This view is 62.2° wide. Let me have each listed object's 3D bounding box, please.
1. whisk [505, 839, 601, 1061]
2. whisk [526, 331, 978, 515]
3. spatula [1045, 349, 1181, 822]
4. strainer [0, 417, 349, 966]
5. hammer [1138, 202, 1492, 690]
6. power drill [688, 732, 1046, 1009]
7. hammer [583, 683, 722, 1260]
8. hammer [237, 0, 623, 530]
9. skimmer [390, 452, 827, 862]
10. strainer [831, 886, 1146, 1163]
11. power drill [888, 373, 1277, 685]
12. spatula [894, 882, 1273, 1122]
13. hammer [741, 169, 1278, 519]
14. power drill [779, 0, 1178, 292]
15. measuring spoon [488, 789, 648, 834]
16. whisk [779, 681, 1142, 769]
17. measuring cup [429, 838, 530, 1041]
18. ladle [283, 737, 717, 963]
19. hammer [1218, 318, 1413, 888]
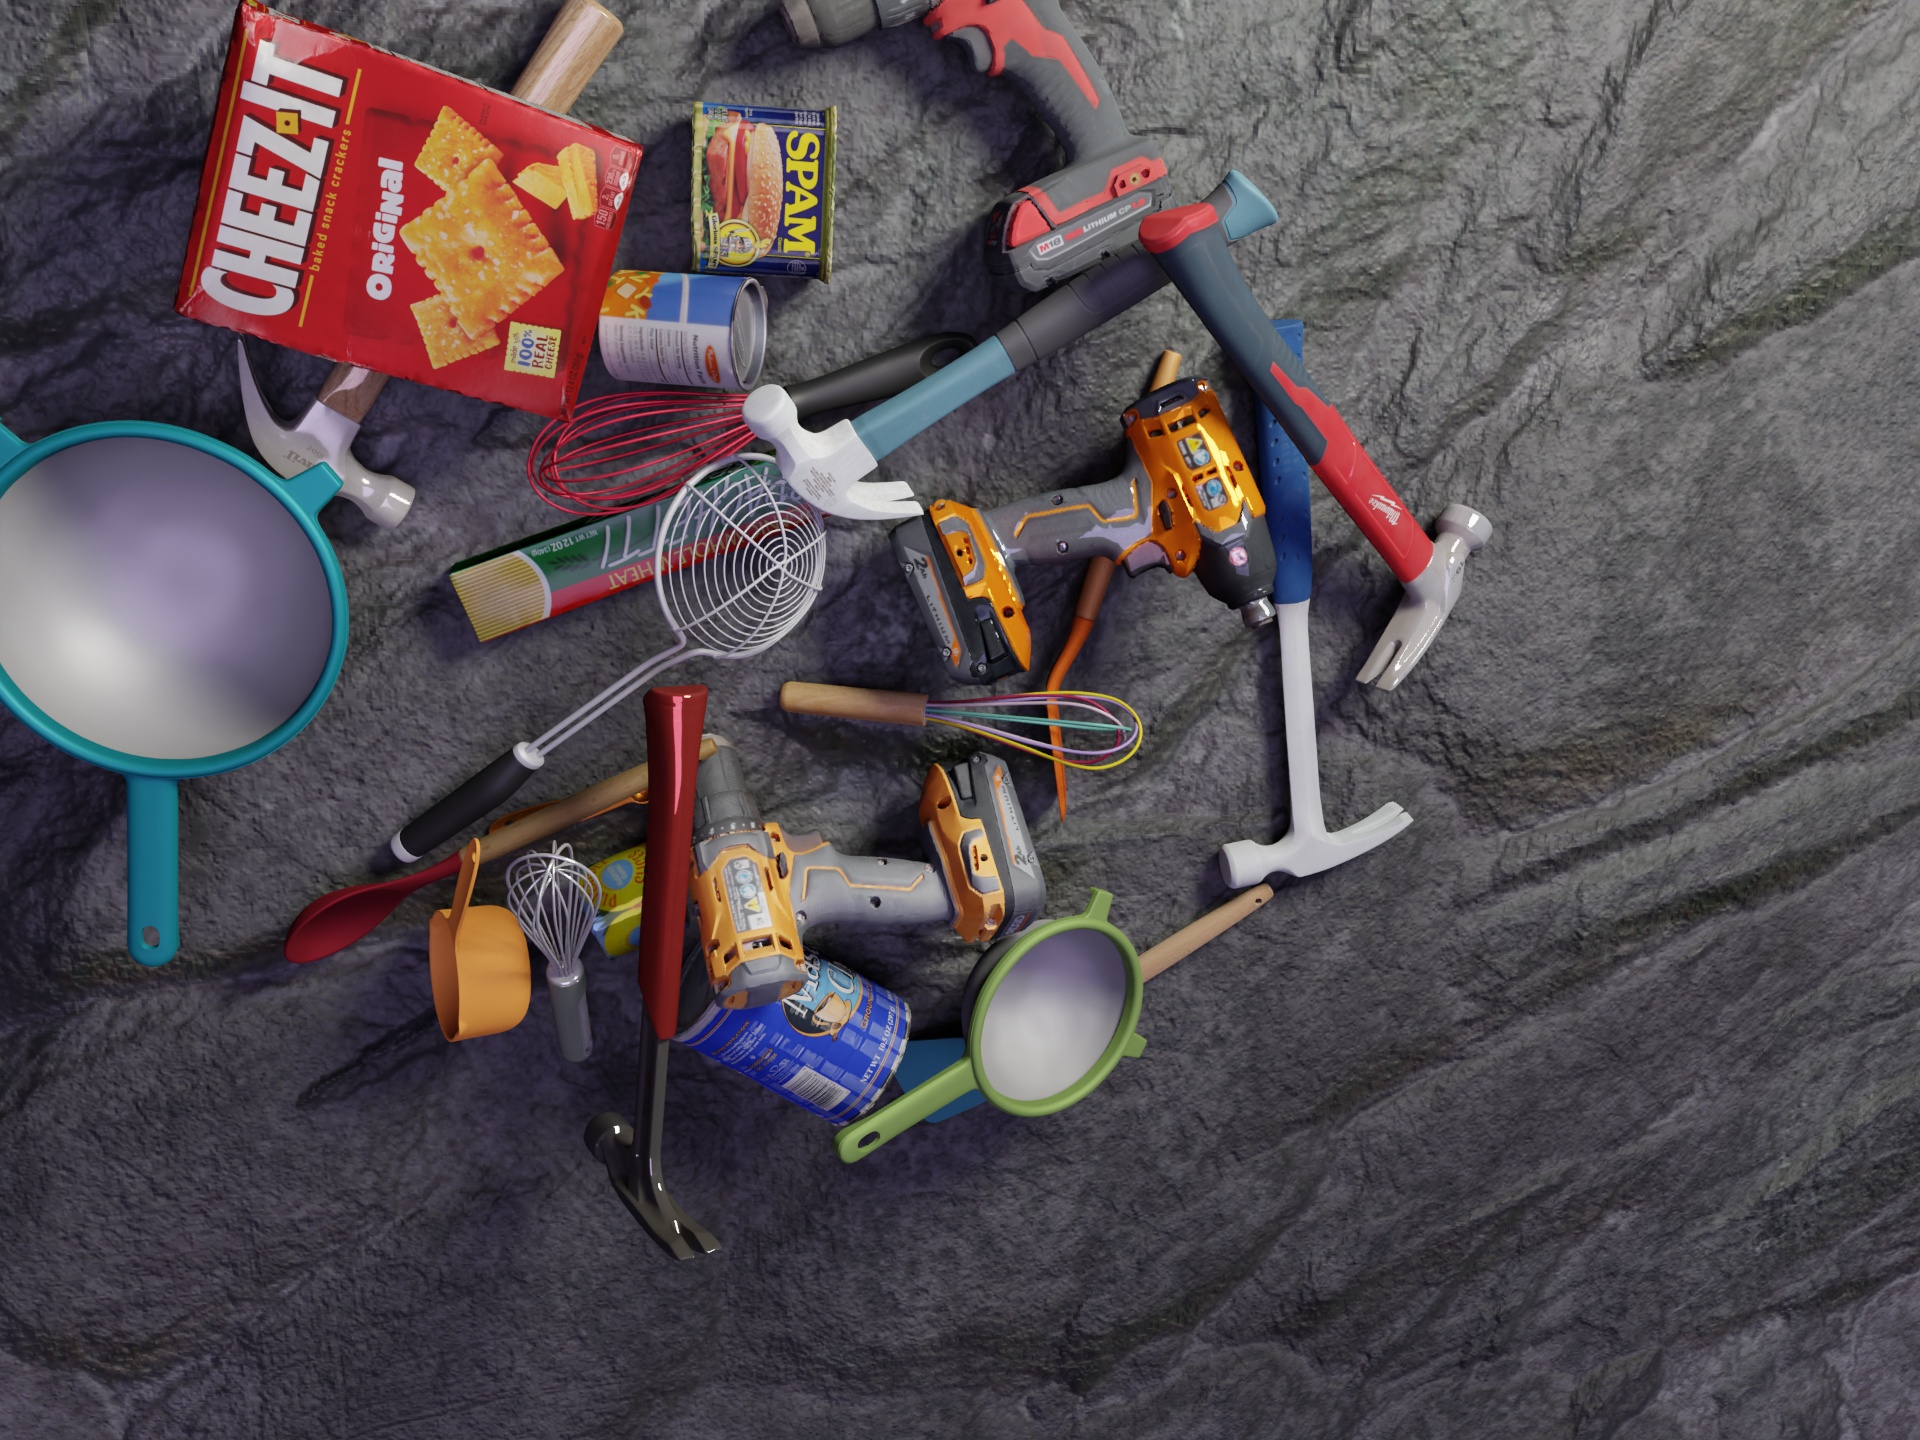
[{"bbox_3d":[-0.260,0.160,1.048,0.059,0.058,0.246,7,140,-2],"label":"whisk"},{"bbox_3d":[-0.125,-0.193,0.996,0.296,0.073,0.073,-19,112,-11],"label":"whisk"},{"bbox_3d":[0.101,-0.090,1.083,0.041,0.081,0.322,18,101,0],"label":"spatula"},{"bbox_3d":[-0.476,-0.020,0.964,0.211,0.095,0.340,7,110,-11],"label":"strainer"},{"bbox_3d":[0.218,-0.170,1.003,0.385,0.038,0.143,39,80,-39],"label":"hammer"},{"bbox_3d":[-0.075,0.081,1.067,0.226,0.185,0.084,-11,156,-17],"label":"power drill"},{"bbox_3d":[-0.185,0.153,1.003,0.036,0.149,0.359,-5,111,-37],"label":"hammer"},{"bbox_3d":[-0.305,-0.278,0.931,0.130,0.031,0.331,31,98,-32],"label":"hammer"},{"bbox_3d":[-0.236,-0.031,1.023,0.363,0.090,0.127,-34,140,19],"label":"skimmer"},{"bbox_3d":[0.010,0.223,1.115,0.256,0.069,0.151,-28,120,-23],"label":"strainer"},{"bbox_3d":[0.086,-0.102,1.022,0.226,0.084,0.164,-24,88,6],"label":"power drill"},{"bbox_3d":[0.096,0.205,1.203,0.317,0.044,0.082,-30,111,-5],"label":"spatula"},{"bbox_3d":[0.039,-0.227,0.950,0.331,0.033,0.128,-31,140,5],"label":"hammer"},{"bbox_3d":[0.015,-0.373,0.949,0.188,0.080,0.226,-25,110,-2],"label":"power drill"},{"bbox_3d":[-0.264,0.059,1.083,0.117,0.011,0.021,-16,113,-2],"label":"measuring spoon"},{"bbox_3d":[-0.002,-0.002,1.056,0.245,0.051,0.047,6,99,10],"label":"whisk"},{"bbox_3d":[-0.307,0.137,1.040,0.052,0.095,0.173,-3,134,-31],"label":"measuring cup"},{"bbox_3d":[-0.304,0.081,1.048,0.315,0.069,0.031,-25,72,3],"label":"ladle"},{"bbox_3d":[0.240,-0.076,1.123,0.144,0.035,0.405,-11,111,-7],"label":"hammer"}]
